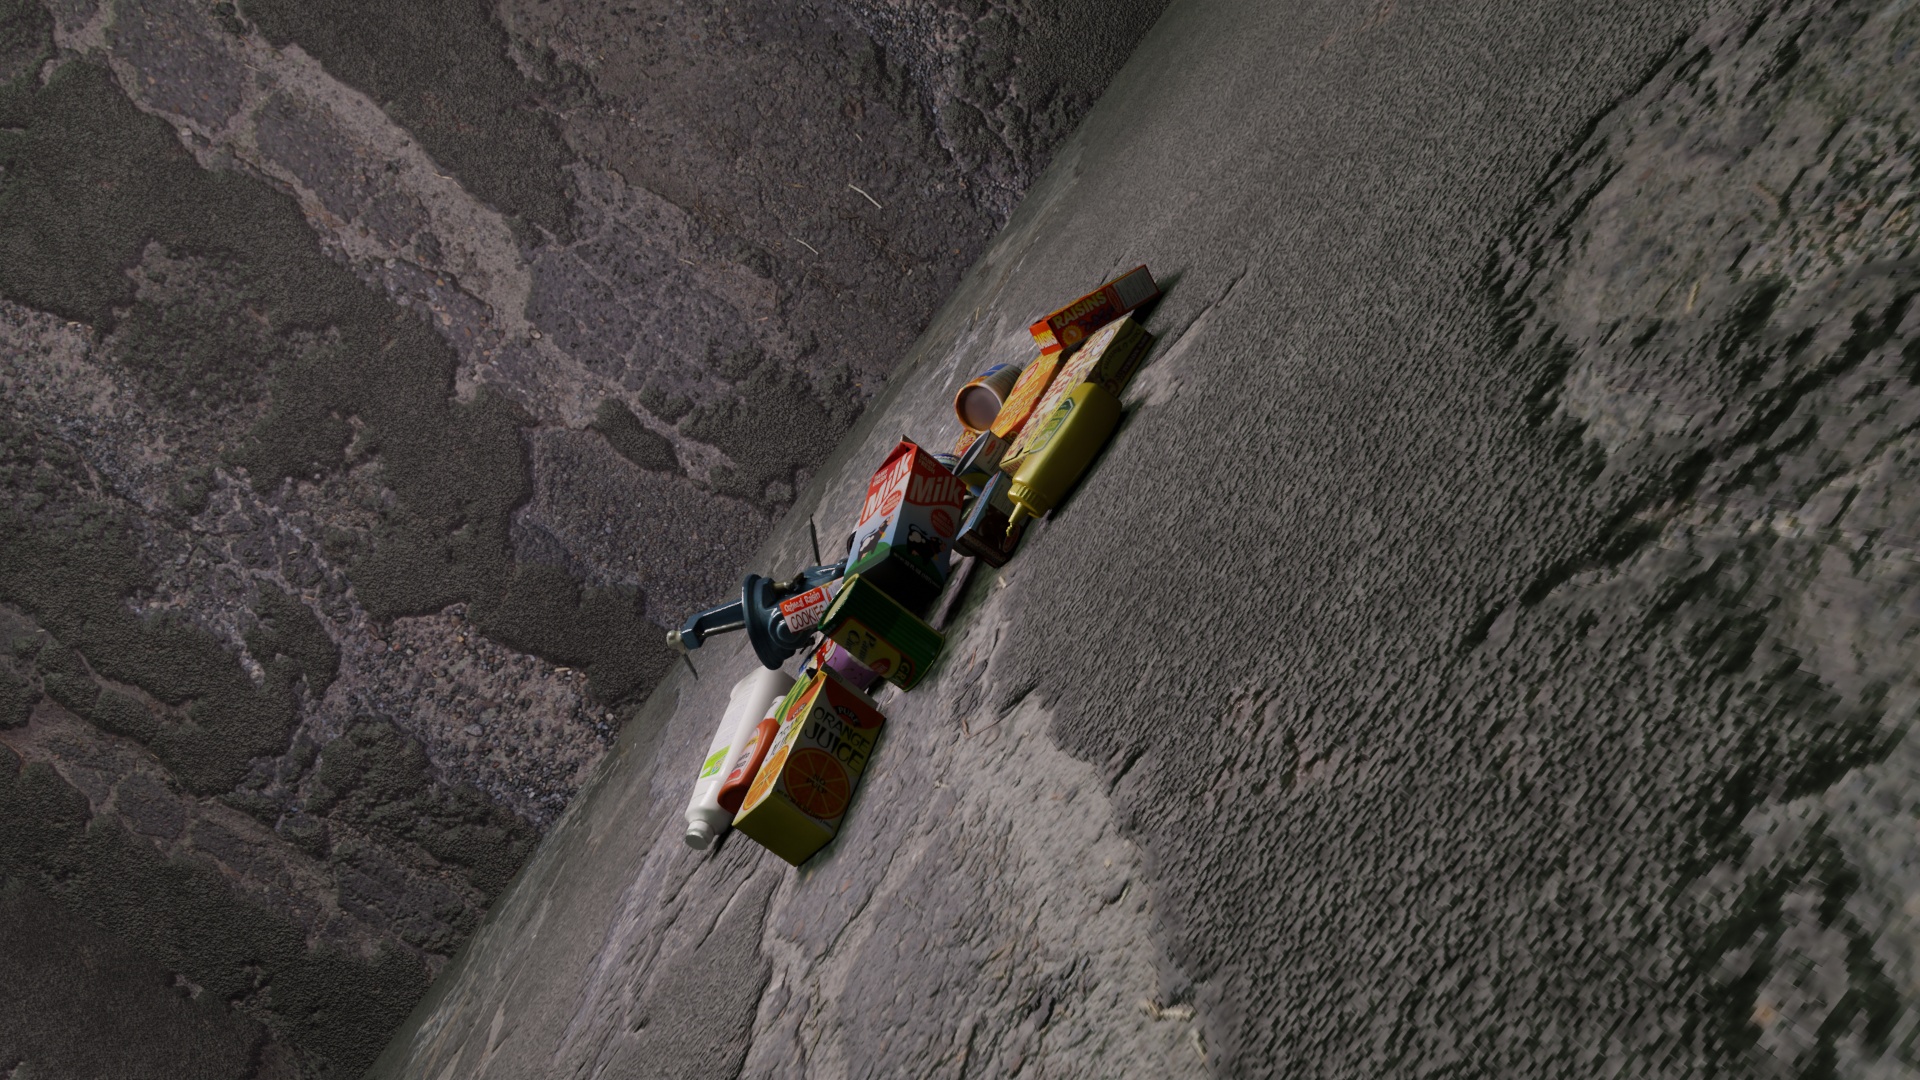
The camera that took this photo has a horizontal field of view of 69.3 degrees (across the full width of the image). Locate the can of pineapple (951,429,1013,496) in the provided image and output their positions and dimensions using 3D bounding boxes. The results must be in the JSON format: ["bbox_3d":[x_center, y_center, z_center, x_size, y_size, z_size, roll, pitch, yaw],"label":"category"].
[{"bbox_3d":[0.032,-0.075,1.478,0.071,0.058,0.071,-50,11,14],"label":"can of pineapple"}]

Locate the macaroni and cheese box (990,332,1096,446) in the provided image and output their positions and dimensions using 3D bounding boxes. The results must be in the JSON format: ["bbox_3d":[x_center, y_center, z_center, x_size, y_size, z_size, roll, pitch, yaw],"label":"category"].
[{"bbox_3d":[0.086,-0.155,1.547,0.123,0.040,0.167,-39,17,49],"label":"macaroni and cheese box"}]

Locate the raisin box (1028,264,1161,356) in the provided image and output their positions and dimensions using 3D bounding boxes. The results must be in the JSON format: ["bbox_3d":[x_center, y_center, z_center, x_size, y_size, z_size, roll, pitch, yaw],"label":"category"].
[{"bbox_3d":[0.141,-0.244,1.479,0.123,0.040,0.086,-30,8,-8],"label":"raisin box"}]

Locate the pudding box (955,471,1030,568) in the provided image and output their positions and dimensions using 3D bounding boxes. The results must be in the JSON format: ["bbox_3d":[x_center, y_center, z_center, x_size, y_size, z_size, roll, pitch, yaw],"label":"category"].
[{"bbox_3d":[0.036,-0.020,1.324,0.030,0.049,0.084,-42,16,51],"label":"pudding box"}]

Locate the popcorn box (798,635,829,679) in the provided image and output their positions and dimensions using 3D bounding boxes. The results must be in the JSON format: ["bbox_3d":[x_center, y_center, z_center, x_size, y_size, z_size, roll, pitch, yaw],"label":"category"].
[{"bbox_3d":[-0.146,0.141,1.594,0.085,0.038,0.127,-53,11,4],"label":"popcorn box"}]

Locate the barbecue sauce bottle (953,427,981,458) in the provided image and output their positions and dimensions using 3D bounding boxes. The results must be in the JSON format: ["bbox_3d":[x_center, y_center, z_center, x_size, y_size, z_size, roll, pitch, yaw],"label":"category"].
[{"bbox_3d":[0.016,-0.106,1.672,0.064,0.043,0.149,-45,13,21],"label":"barbecue sauce bottle"}]

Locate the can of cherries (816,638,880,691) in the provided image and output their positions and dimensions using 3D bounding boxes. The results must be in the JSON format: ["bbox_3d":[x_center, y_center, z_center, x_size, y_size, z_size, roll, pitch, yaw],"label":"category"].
[{"bbox_3d":[-0.109,0.116,1.435,0.058,0.071,0.072,-45,14,36],"label":"can of cherries"}]

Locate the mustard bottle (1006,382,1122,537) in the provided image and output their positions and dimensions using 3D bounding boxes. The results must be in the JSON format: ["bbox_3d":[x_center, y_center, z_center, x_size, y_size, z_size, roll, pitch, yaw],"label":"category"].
[{"bbox_3d":[0.086,-0.071,1.275,0.160,0.049,0.065,-55,12,-10],"label":"mustard bottle"}]

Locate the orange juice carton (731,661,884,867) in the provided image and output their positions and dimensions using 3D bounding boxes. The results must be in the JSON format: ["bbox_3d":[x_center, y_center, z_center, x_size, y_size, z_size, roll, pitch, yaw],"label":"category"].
[{"bbox_3d":[-0.131,0.197,1.283,0.072,0.072,0.194,-43,15,38],"label":"orange juice carton"}]

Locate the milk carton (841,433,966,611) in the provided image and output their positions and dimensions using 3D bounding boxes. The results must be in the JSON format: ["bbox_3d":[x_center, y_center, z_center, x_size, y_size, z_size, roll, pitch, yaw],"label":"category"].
[{"bbox_3d":[-0.051,-0.023,1.391,0.073,0.072,0.191,-31,33,38],"label":"milk carton"}]

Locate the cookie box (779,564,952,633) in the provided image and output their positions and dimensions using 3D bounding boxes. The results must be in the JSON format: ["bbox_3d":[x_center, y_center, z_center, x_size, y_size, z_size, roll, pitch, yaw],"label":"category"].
[{"bbox_3d":[-0.105,0.052,1.502,0.123,0.040,0.167,-22,0,-35],"label":"cookie box"}]

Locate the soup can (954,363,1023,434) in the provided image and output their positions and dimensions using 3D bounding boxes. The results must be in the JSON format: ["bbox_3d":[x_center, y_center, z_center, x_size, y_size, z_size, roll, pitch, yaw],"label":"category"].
[{"bbox_3d":[0.037,-0.167,1.658,0.071,0.071,0.084,-46,-3,34],"label":"soup can"}]

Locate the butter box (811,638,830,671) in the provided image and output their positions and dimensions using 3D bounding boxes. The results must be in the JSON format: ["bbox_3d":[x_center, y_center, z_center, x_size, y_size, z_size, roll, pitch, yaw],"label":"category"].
[{"bbox_3d":[-0.131,0.138,1.503,0.104,0.053,0.024,-59,13,-24],"label":"butter box"}]

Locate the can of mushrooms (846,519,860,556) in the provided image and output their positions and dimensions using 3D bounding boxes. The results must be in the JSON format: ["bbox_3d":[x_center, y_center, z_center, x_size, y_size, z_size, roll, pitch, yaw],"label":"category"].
[{"bbox_3d":[-0.095,0.006,1.602,0.070,0.071,0.034,-45,15,34],"label":"can of mushrooms"}]

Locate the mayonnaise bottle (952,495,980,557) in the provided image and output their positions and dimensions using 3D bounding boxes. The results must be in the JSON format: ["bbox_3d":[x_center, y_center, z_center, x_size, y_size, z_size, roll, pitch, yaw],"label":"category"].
[{"bbox_3d":[0.005,-0.018,1.465,0.065,0.041,0.148,-52,10,-3],"label":"mayonnaise bottle"}]

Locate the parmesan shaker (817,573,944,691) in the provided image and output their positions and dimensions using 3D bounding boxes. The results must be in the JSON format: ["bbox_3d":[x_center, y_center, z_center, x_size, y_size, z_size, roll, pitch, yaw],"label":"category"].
[{"bbox_3d":[-0.077,0.088,1.313,0.071,0.103,0.071,-51,12,15],"label":"parmesan shaker"}]

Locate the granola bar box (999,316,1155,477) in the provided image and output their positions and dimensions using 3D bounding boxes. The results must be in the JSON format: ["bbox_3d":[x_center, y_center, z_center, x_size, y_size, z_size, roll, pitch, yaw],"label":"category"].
[{"bbox_3d":[0.114,-0.138,1.389,0.166,0.039,0.124,-56,11,-15],"label":"granola bar box"}]

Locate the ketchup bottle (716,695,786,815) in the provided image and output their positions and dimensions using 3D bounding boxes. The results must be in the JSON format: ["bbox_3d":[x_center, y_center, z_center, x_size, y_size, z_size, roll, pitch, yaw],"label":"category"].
[{"bbox_3d":[-0.226,0.243,1.593,0.064,0.043,0.150,-41,16,41],"label":"ketchup bottle"}]

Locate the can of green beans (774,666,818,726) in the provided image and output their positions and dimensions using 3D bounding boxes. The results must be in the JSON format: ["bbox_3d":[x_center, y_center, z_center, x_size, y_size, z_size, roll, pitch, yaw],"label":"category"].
[{"bbox_3d":[-0.150,0.175,1.438,0.058,0.071,0.071,-53,11,5],"label":"can of green beans"}]
